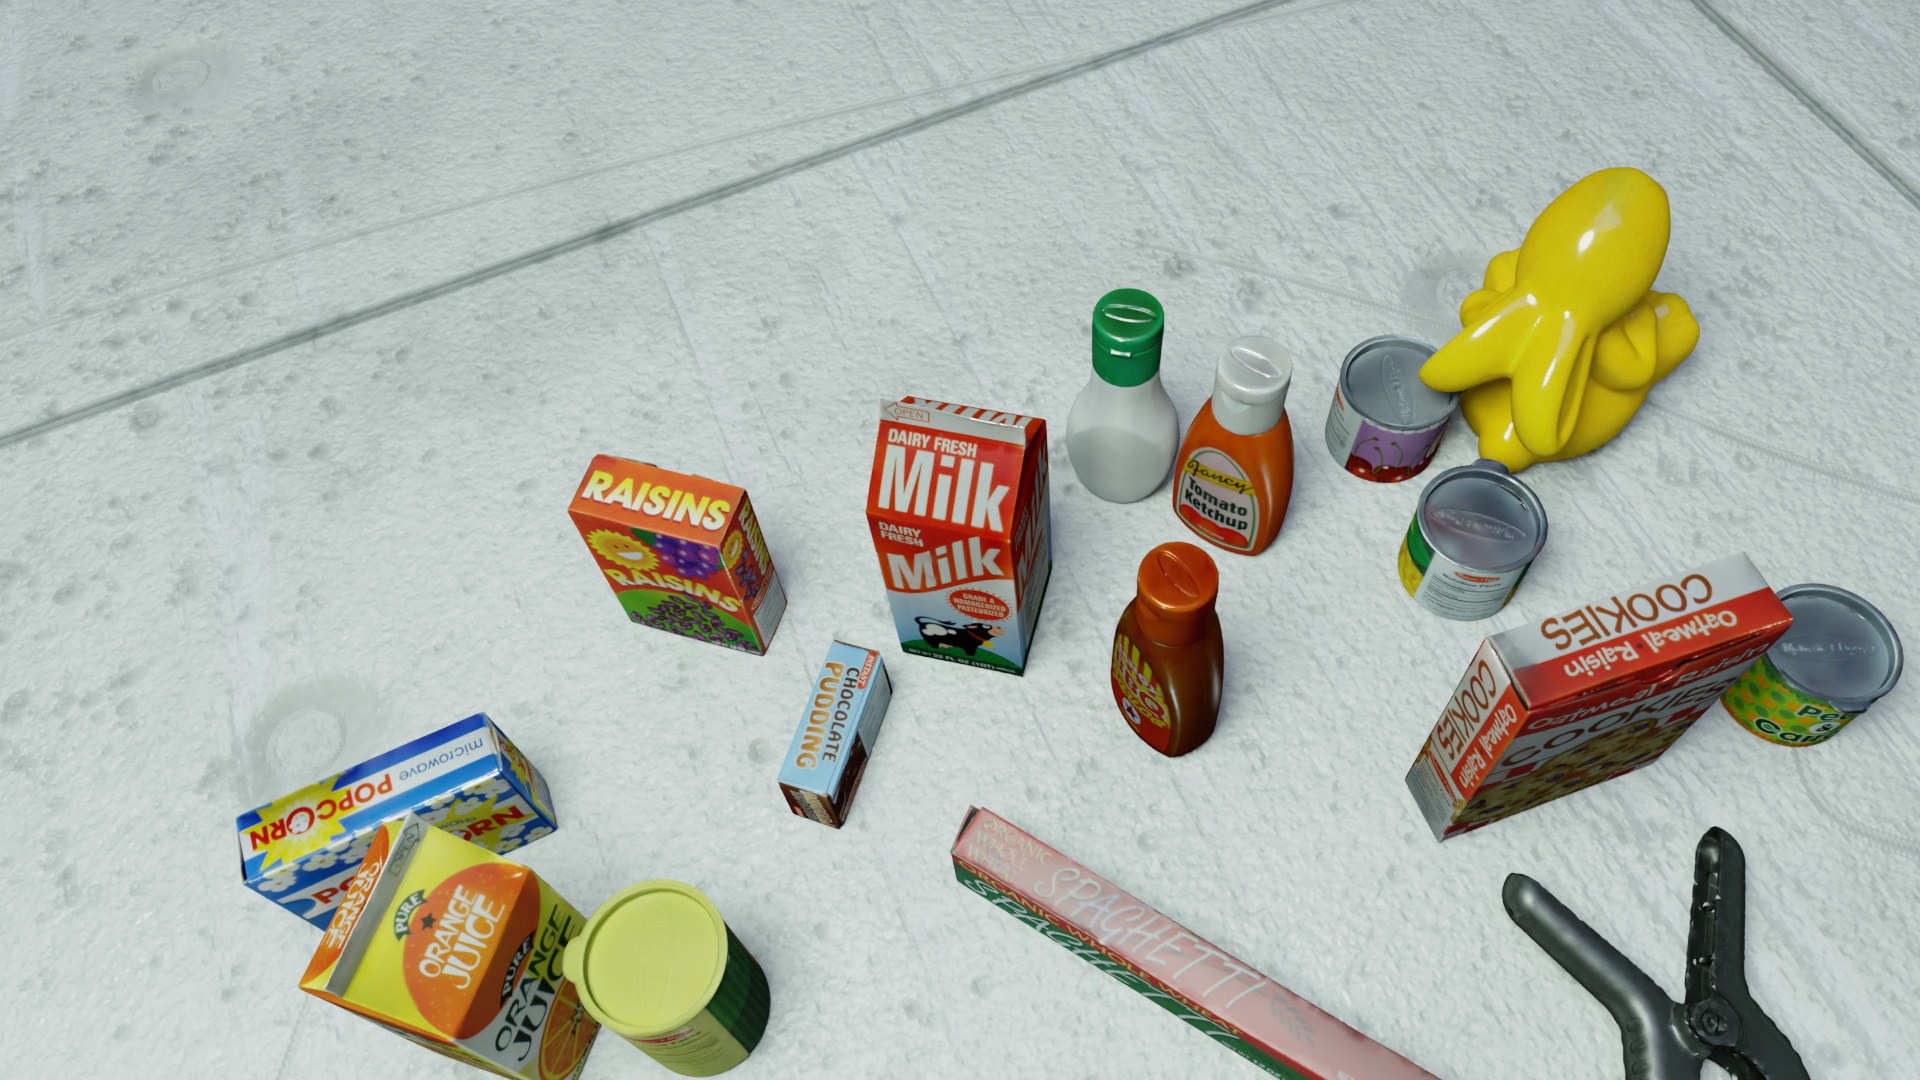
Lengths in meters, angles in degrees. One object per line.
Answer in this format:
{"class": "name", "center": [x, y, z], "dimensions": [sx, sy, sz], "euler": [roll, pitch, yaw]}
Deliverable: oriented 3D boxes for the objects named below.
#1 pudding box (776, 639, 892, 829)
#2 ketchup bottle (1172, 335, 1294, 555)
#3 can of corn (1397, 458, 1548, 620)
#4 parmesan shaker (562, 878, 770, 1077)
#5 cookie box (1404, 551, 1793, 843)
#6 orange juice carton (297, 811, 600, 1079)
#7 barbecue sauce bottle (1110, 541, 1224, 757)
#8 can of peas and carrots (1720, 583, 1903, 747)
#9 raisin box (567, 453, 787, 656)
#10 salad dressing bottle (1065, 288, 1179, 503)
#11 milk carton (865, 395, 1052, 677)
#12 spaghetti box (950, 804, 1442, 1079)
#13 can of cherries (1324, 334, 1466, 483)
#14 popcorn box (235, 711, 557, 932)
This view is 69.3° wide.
{"class": "pudding box", "center": [-0.064, 0.101, 0.722], "dimensions": [0.030, 0.049, 0.084], "euler": [13, 61, 12]}
{"class": "ketchup bottle", "center": [0.148, -0.050, 0.738], "dimensions": [0.065, 0.148, 0.044], "euler": [31, 66, 20]}
{"class": "can of corn", "center": [0.275, 0.000, 0.751], "dimensions": [0.071, 0.058, 0.071], "euler": [-2, 59, 3]}
{"class": "parmesan shaker", "center": [-0.131, 0.202, 0.635], "dimensions": [0.071, 0.102, 0.071], "euler": [-2, 59, 3]}
{"class": "cookie box", "center": [0.286, 0.078, 0.641], "dimensions": [0.123, 0.166, 0.040], "euler": [-18, 60, -6]}
{"class": "orange juice carton", "center": [-0.215, 0.181, 0.602], "dimensions": [0.073, 0.191, 0.072], "euler": [13, 62, 12]}
{"class": "barbecue sauce bottle", "center": [0.103, 0.052, 0.681], "dimensions": [0.044, 0.148, 0.065], "euler": [-30, 62, -12]}
{"class": "can of peas and carrots", "center": [0.427, 0.066, 0.701], "dimensions": [0.071, 0.058, 0.071], "euler": [-2, 59, 3]}
{"class": "raisin box", "center": [-0.146, 0.009, 0.739], "dimensions": [0.086, 0.122, 0.040], "euler": [14, 62, 12]}
{"class": "salad dressing bottle", "center": [0.090, -0.077, 0.759], "dimensions": [0.064, 0.147, 0.044], "euler": [11, 61, 11]}
{"class": "milk carton", "center": [0.002, -0.009, 0.700], "dimensions": [0.072, 0.189, 0.074], "euler": [12, 61, 11]}
{"class": "spaghetti box", "center": [0.105, 0.203, 0.648], "dimensions": [0.250, 0.050, 0.029], "euler": [27, 65, 19]}
{"class": "can of cherries", "center": [0.249, -0.074, 0.797], "dimensions": [0.071, 0.058, 0.072], "euler": [-2, 59, 3]}
{"class": "popcorn box", "center": [-0.277, 0.141, 0.692], "dimensions": [0.127, 0.085, 0.038], "euler": [-23, 61, -9]}
